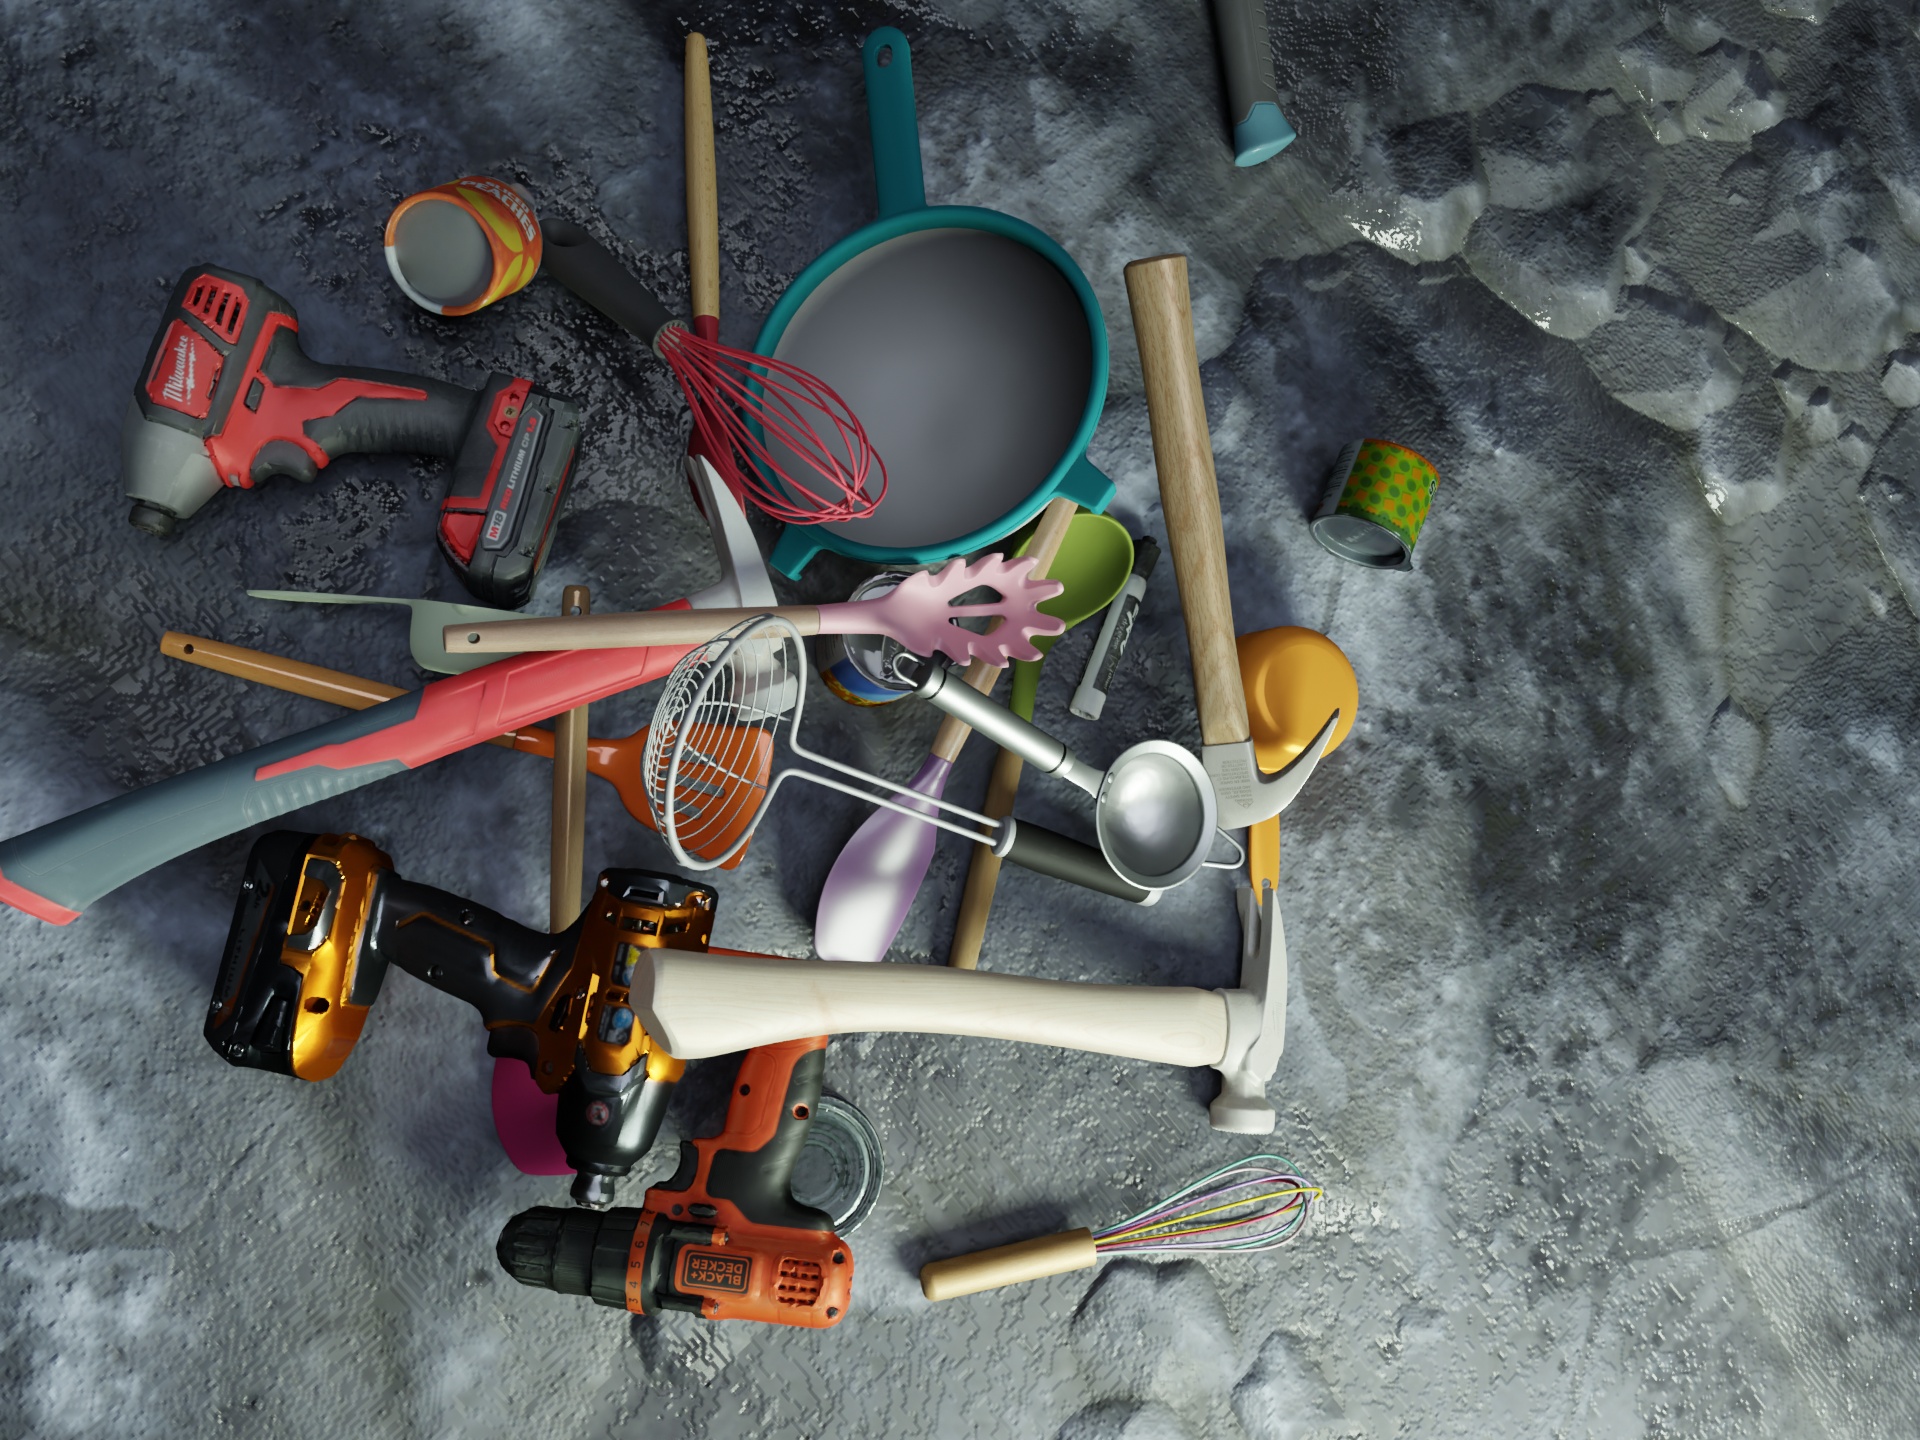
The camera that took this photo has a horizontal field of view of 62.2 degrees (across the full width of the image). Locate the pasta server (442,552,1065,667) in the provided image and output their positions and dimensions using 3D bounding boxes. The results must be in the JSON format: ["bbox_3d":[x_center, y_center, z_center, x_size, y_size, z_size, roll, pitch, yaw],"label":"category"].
[{"bbox_3d":[-0.098,-0.050,0.810,0.316,0.040,0.060,-4,95,-21],"label":"pasta server"}]

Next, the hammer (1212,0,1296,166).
[{"bbox_3d":[0.175,-0.528,1.048,0.128,0.033,0.331,-7,85,-17],"label":"hammer"}]

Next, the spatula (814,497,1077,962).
[{"bbox_3d":[-0.001,-0.003,0.903,0.059,0.018,0.316,26,90,-33],"label":"spatula"}]

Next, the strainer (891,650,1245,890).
[{"bbox_3d":[0.058,0.024,0.877,0.258,0.050,0.087,31,73,-32],"label":"strainer"}]

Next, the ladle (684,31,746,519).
[{"bbox_3d":[-0.147,-0.256,0.919,0.031,0.069,0.315,-1,78,-16],"label":"ladle"}]

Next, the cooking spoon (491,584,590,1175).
[{"bbox_3d":[-0.211,0.087,0.849,0.068,0.017,0.319,2,93,-15],"label":"cooking spoon"}]

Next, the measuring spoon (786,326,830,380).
[{"bbox_3d":[-0.079,-0.251,0.957,0.021,0.011,0.117,31,73,-9],"label":"measuring spoon"}]

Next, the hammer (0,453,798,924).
[{"bbox_3d":[-0.272,-0.011,0.778,0.386,0.038,0.143,-22,104,-23],"label":"hammer"}]

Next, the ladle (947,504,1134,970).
[{"bbox_3d":[0.035,0.026,0.931,0.078,0.062,0.320,18,81,-31],"label":"ladle"}]

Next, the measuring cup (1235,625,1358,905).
[{"bbox_3d":[0.199,0.026,0.973,0.095,0.052,0.174,6,81,-18],"label":"measuring cup"}]

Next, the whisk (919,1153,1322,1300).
[{"bbox_3d":[0.096,0.297,0.921,0.245,0.047,0.051,-8,87,-13],"label":"whisk"}]

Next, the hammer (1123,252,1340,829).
[{"bbox_3d":[0.139,-0.099,0.916,0.130,0.031,0.331,-7,101,15],"label":"hammer"}]

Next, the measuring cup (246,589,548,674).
[{"bbox_3d":[-0.299,-0.046,0.848,0.167,0.083,0.038,6,91,1],"label":"measuring cup"}]

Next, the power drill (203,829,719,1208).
[{"bbox_3d":[-0.245,0.144,0.792,0.226,0.084,0.164,9,78,4],"label":"power drill"}]

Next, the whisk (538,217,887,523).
[{"bbox_3d":[-0.144,-0.194,0.848,0.073,0.073,0.296,-39,63,-16],"label":"whisk"}]

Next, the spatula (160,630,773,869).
[{"bbox_3d":[-0.264,0.002,0.857,0.322,0.041,0.081,16,91,-12],"label":"spatula"}]

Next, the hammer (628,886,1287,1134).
[{"bbox_3d":[0.021,0.144,0.855,0.410,0.038,0.146,11,79,-34],"label":"hammer"}]

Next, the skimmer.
[{"bbox_3d":[-0.008,0.051,0.834,0.363,0.090,0.127,22,86,-34],"label":"skimmer"}]

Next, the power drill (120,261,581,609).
[{"bbox_3d":[-0.324,-0.141,0.843,0.219,0.078,0.143,18,78,-10],"label":"power drill"}]

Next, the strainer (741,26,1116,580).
[{"bbox_3d":[-0.018,-0.237,0.926,0.211,0.095,0.341,-11,72,15],"label":"strainer"}]
